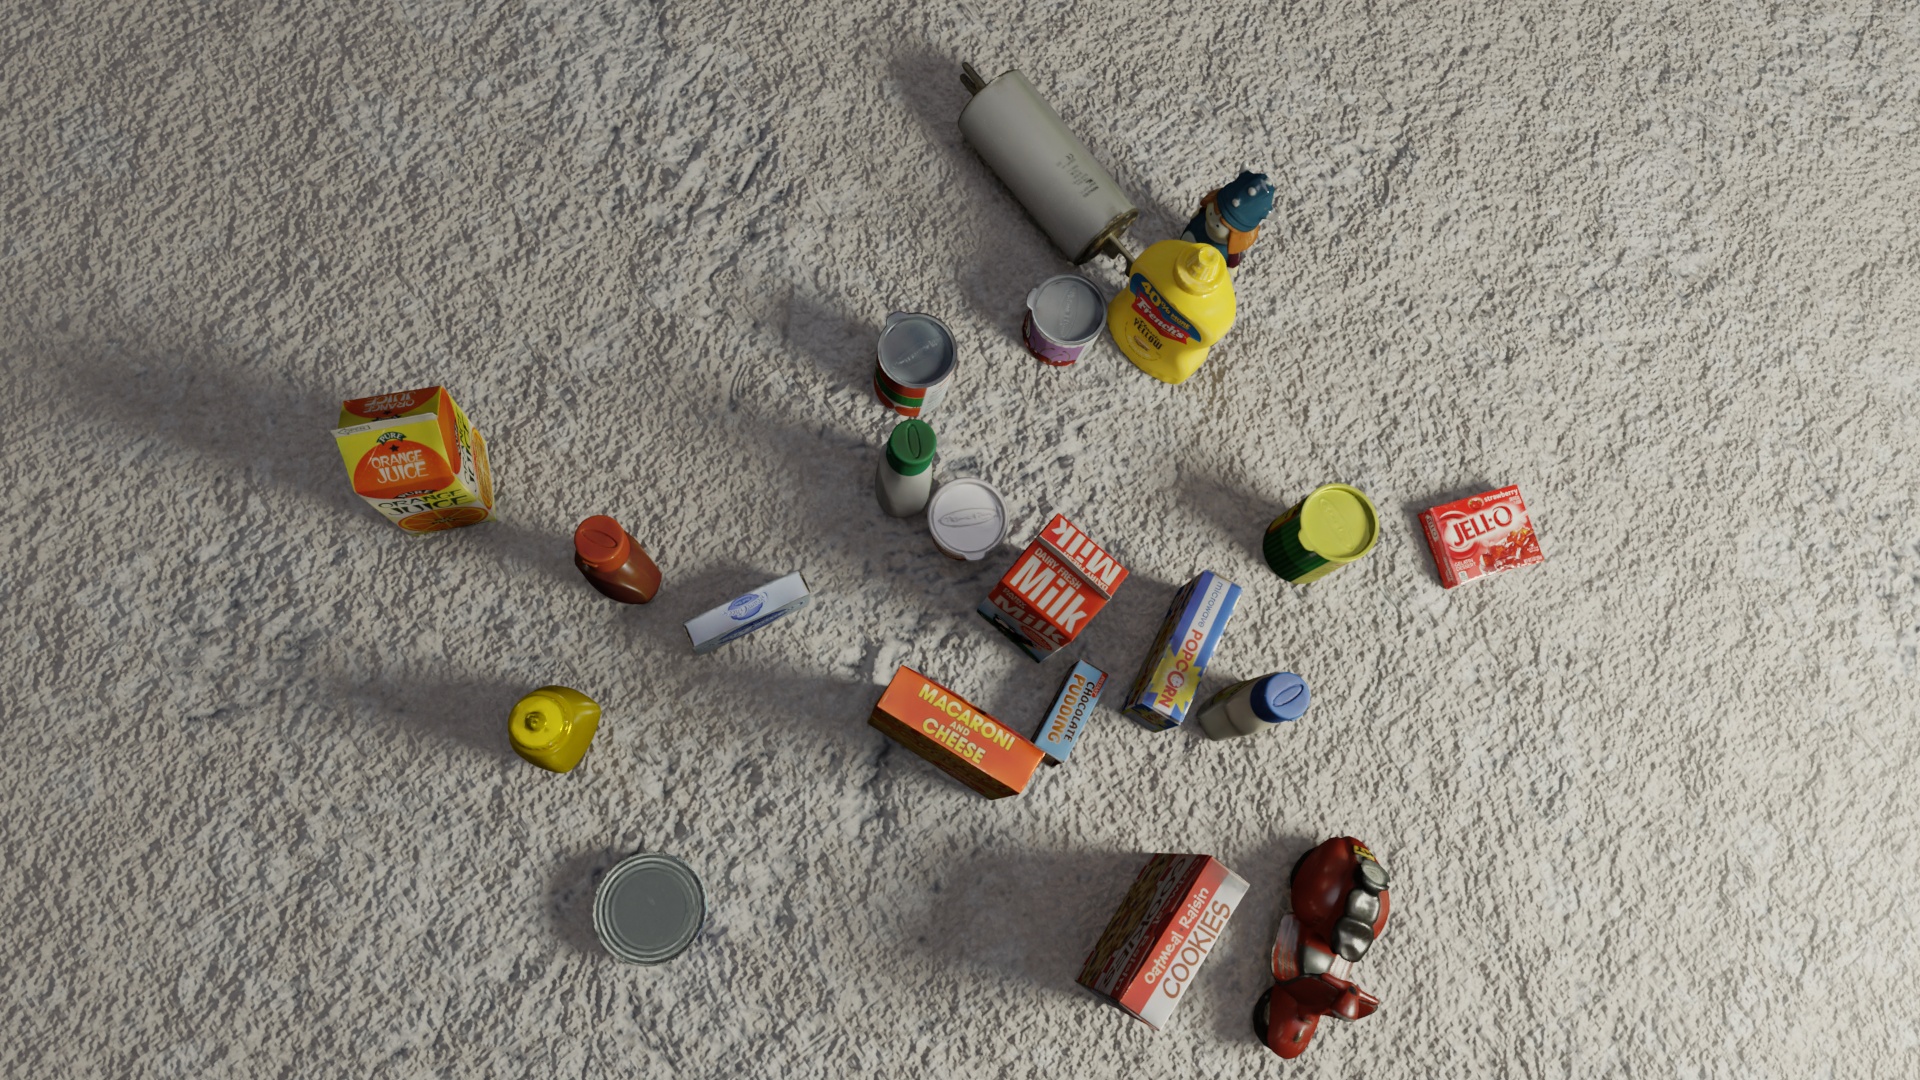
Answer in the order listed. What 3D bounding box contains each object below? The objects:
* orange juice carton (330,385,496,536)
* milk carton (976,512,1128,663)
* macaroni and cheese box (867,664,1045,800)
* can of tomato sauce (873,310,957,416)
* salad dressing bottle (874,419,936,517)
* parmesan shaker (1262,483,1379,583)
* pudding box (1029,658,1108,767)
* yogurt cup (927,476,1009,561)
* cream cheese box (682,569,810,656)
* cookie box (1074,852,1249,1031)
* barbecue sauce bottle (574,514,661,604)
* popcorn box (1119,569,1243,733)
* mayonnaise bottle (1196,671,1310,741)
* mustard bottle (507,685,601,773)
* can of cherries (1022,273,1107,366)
[{"bbox_3d":[-0.414,-0.063,1.061,0.072,0.192,0.073,-10,79,-9],"label":"orange juice carton"},{"bbox_3d":[0.073,0.038,1.095,0.072,0.190,0.073,40,77,3],"label":"milk carton"},{"bbox_3d":[-0.008,0.150,1.072,0.124,0.166,0.040,31,76,1],"label":"macaroni and cheese box"},{"bbox_3d":[-0.041,-0.149,1.180,0.071,0.083,0.071,1,77,-6],"label":"can of tomato sauce"},{"bbox_3d":[-0.044,-0.059,1.126,0.044,0.147,0.064,-8,79,-8],"label":"salad dressing bottle"},{"bbox_3d":[0.300,-0.003,1.175,0.071,0.103,0.071,1,77,-6],"label":"parmesan shaker"},{"bbox_3d":[0.088,0.143,1.145,0.030,0.049,0.084,30,76,1],"label":"pudding box"},{"bbox_3d":[0.004,-0.015,1.169,0.072,0.054,0.072,1,77,-6],"label":"yogurt cup"},{"bbox_3d":[-0.173,0.059,1.132,0.104,0.053,0.024,-25,82,-11],"label":"cream cheese box"},{"bbox_3d":[0.148,0.299,1.055,0.040,0.167,0.123,35,76,2],"label":"cookie box"},{"bbox_3d":[-0.271,0.014,1.082,0.065,0.148,0.044,23,76,-1],"label":"barbecue sauce bottle"},{"bbox_3d":[0.182,0.092,1.149,0.038,0.085,0.127,28,76,0],"label":"popcorn box"},{"bbox_3d":[0.238,0.131,1.114,0.065,0.147,0.041,-30,83,-12],"label":"mayonnaise bottle"},{"bbox_3d":[-0.309,0.139,1.043,0.049,0.160,0.065,25,76,-1],"label":"mustard bottle"},{"bbox_3d":[0.088,-0.194,1.217,0.071,0.058,0.071,1,77,-6],"label":"can of cherries"}]
